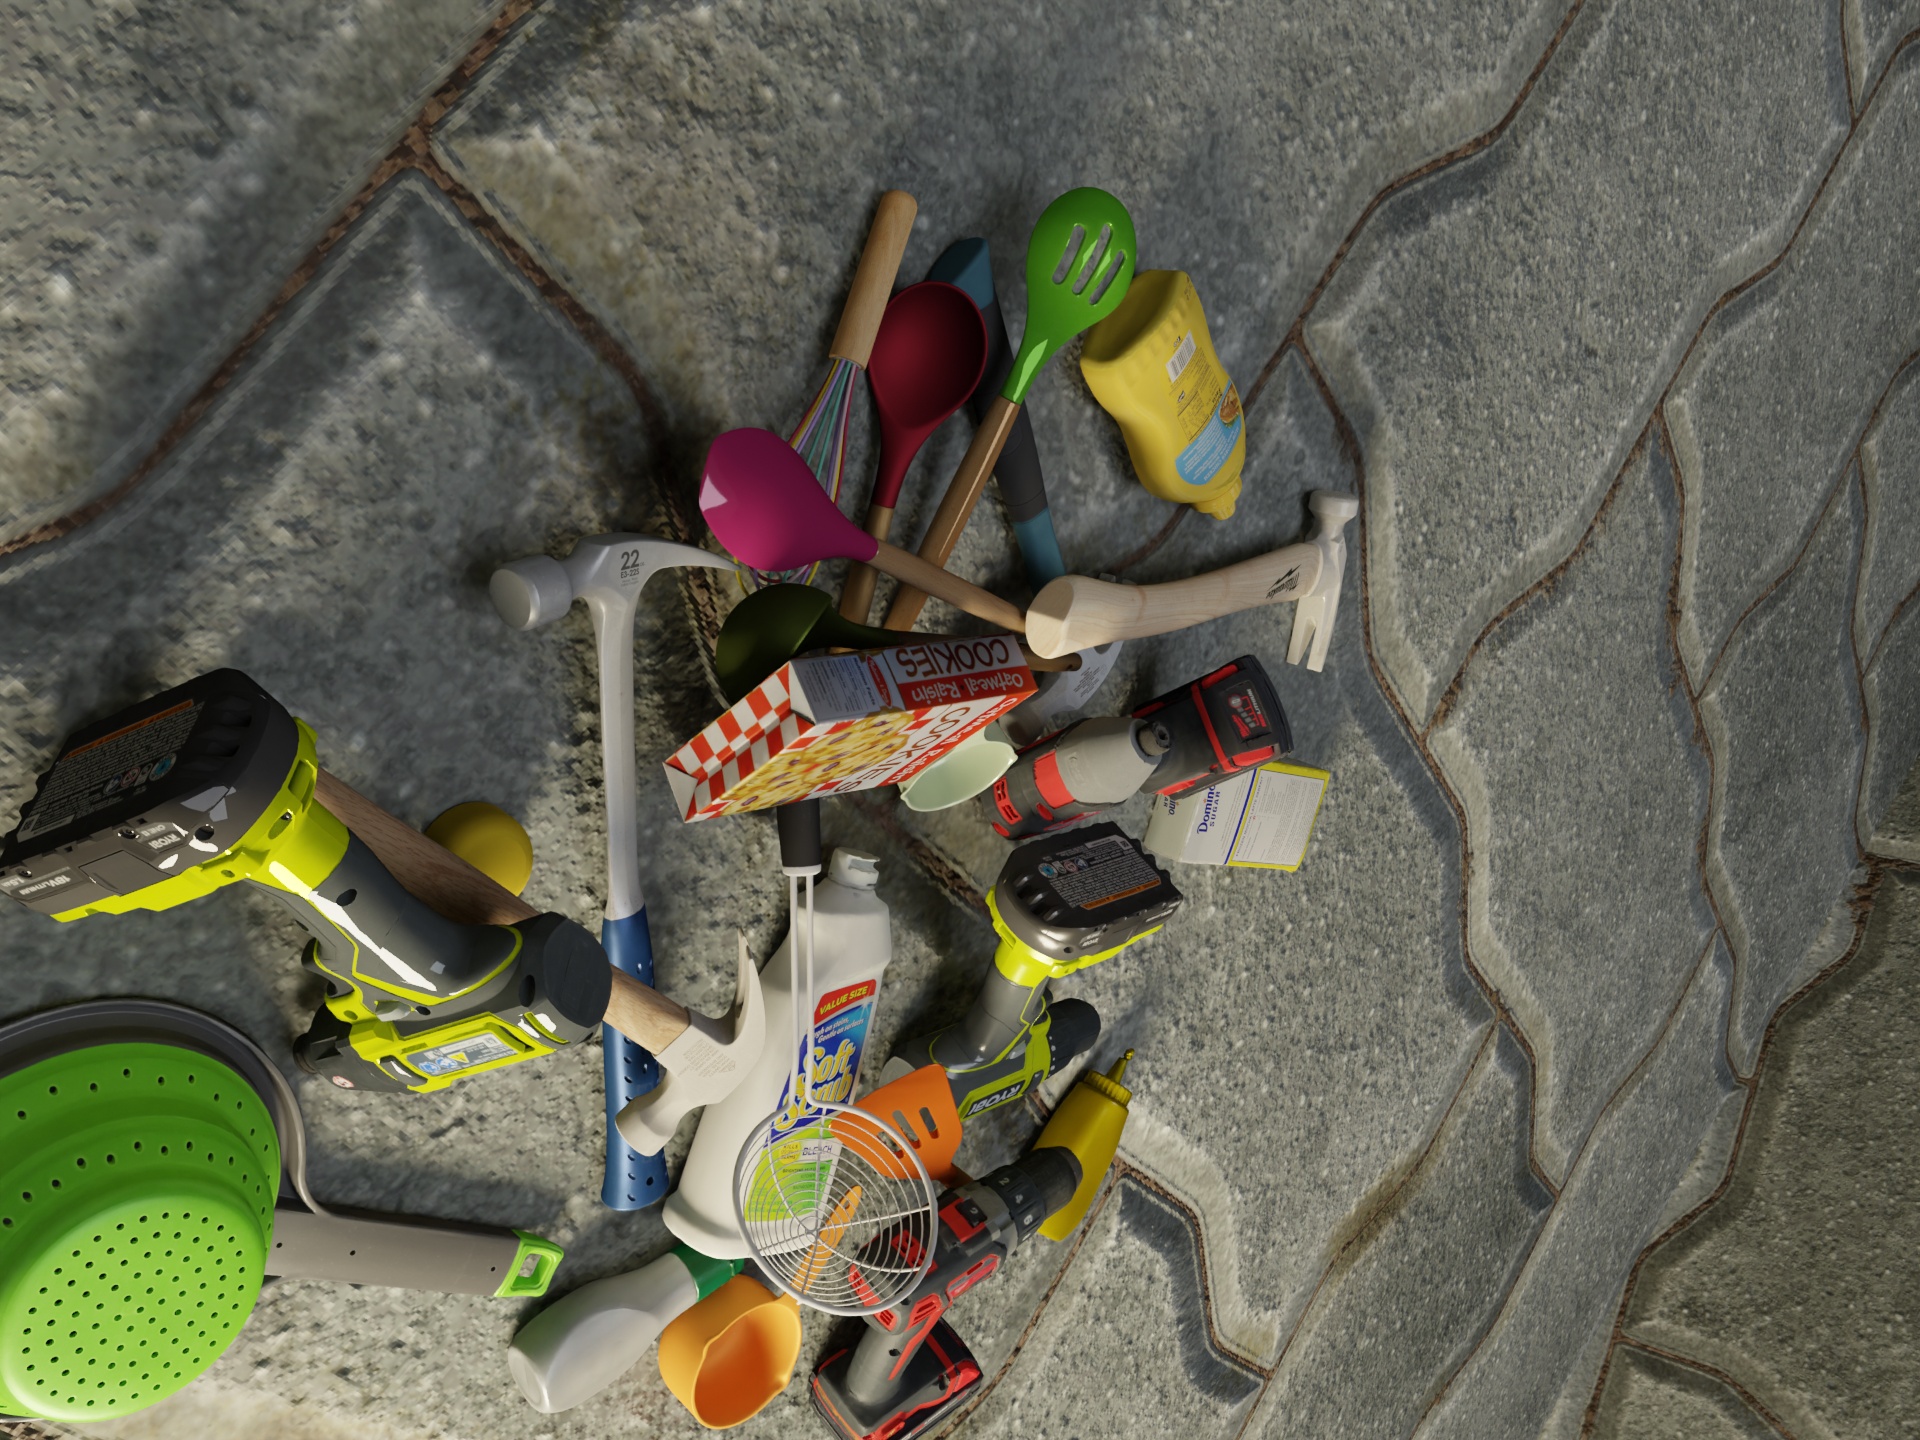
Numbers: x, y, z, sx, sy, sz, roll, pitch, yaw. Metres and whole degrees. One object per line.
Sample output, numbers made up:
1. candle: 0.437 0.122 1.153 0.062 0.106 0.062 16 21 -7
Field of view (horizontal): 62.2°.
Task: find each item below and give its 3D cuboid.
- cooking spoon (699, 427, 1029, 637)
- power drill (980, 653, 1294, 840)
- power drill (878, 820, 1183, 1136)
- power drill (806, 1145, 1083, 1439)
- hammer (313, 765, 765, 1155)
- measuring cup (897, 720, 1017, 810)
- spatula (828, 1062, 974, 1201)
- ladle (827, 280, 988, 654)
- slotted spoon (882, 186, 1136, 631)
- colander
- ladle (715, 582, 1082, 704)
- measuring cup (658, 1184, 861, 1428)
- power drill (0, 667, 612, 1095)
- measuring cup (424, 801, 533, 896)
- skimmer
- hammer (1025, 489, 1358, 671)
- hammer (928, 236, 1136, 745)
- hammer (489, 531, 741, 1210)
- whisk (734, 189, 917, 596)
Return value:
1. cooking spoon: -0.037 -0.090 0.898 0.318 0.017 0.069 20 80 -55
2. power drill: 0.128 0.020 1.088 0.219 0.143 0.078 -15 80 -48
3. power drill: 0.059 0.181 1.099 0.190 0.080 0.228 -12 139 -43
4. power drill: -0.009 0.397 1.103 0.188 0.080 0.226 -21 141 -39
5. hammer: -0.224 0.103 0.795 0.130 0.031 0.331 -43 125 5
6. measuring cup: -0.002 -0.003 0.978 0.083 0.038 0.167 -18 151 -20
7. spatula: -0.008 0.311 1.107 0.081 0.041 0.322 -29 151 -2
8. ladle: -0.052 -0.102 0.941 0.069 0.031 0.315 15 101 -6
9. slotted spoon: 0.019 -0.167 0.950 0.070 0.031 0.313 21 104 -26
10. colander: -0.328 0.261 0.756 0.396 0.095 0.204 31 83 -48
11. ladle: -0.018 -0.035 0.937 0.320 0.062 0.078 3 135 -51
12. measuring cup: -0.130 0.372 1.043 0.174 0.052 0.095 -56 137 -17
13. power drill: -0.286 0.089 0.693 0.223 0.171 0.080 52 30 -39
14. measuring cup: -0.235 0.113 0.839 0.062 0.029 0.156 -37 127 -31
15. skimmer: -0.075 0.148 0.913 0.127 0.090 0.363 -3 92 -35
16. hammer: 0.176 -0.080 1.148 0.410 0.038 0.146 -16 118 -50
17. hammer: 0.040 -0.145 1.019 0.128 0.033 0.330 -40 131 -27
18. hammer: -0.180 0.092 0.875 0.144 0.035 0.405 -27 127 -50
19. whisk: -0.072 -0.179 0.879 0.047 0.051 0.245 18 86 -8
